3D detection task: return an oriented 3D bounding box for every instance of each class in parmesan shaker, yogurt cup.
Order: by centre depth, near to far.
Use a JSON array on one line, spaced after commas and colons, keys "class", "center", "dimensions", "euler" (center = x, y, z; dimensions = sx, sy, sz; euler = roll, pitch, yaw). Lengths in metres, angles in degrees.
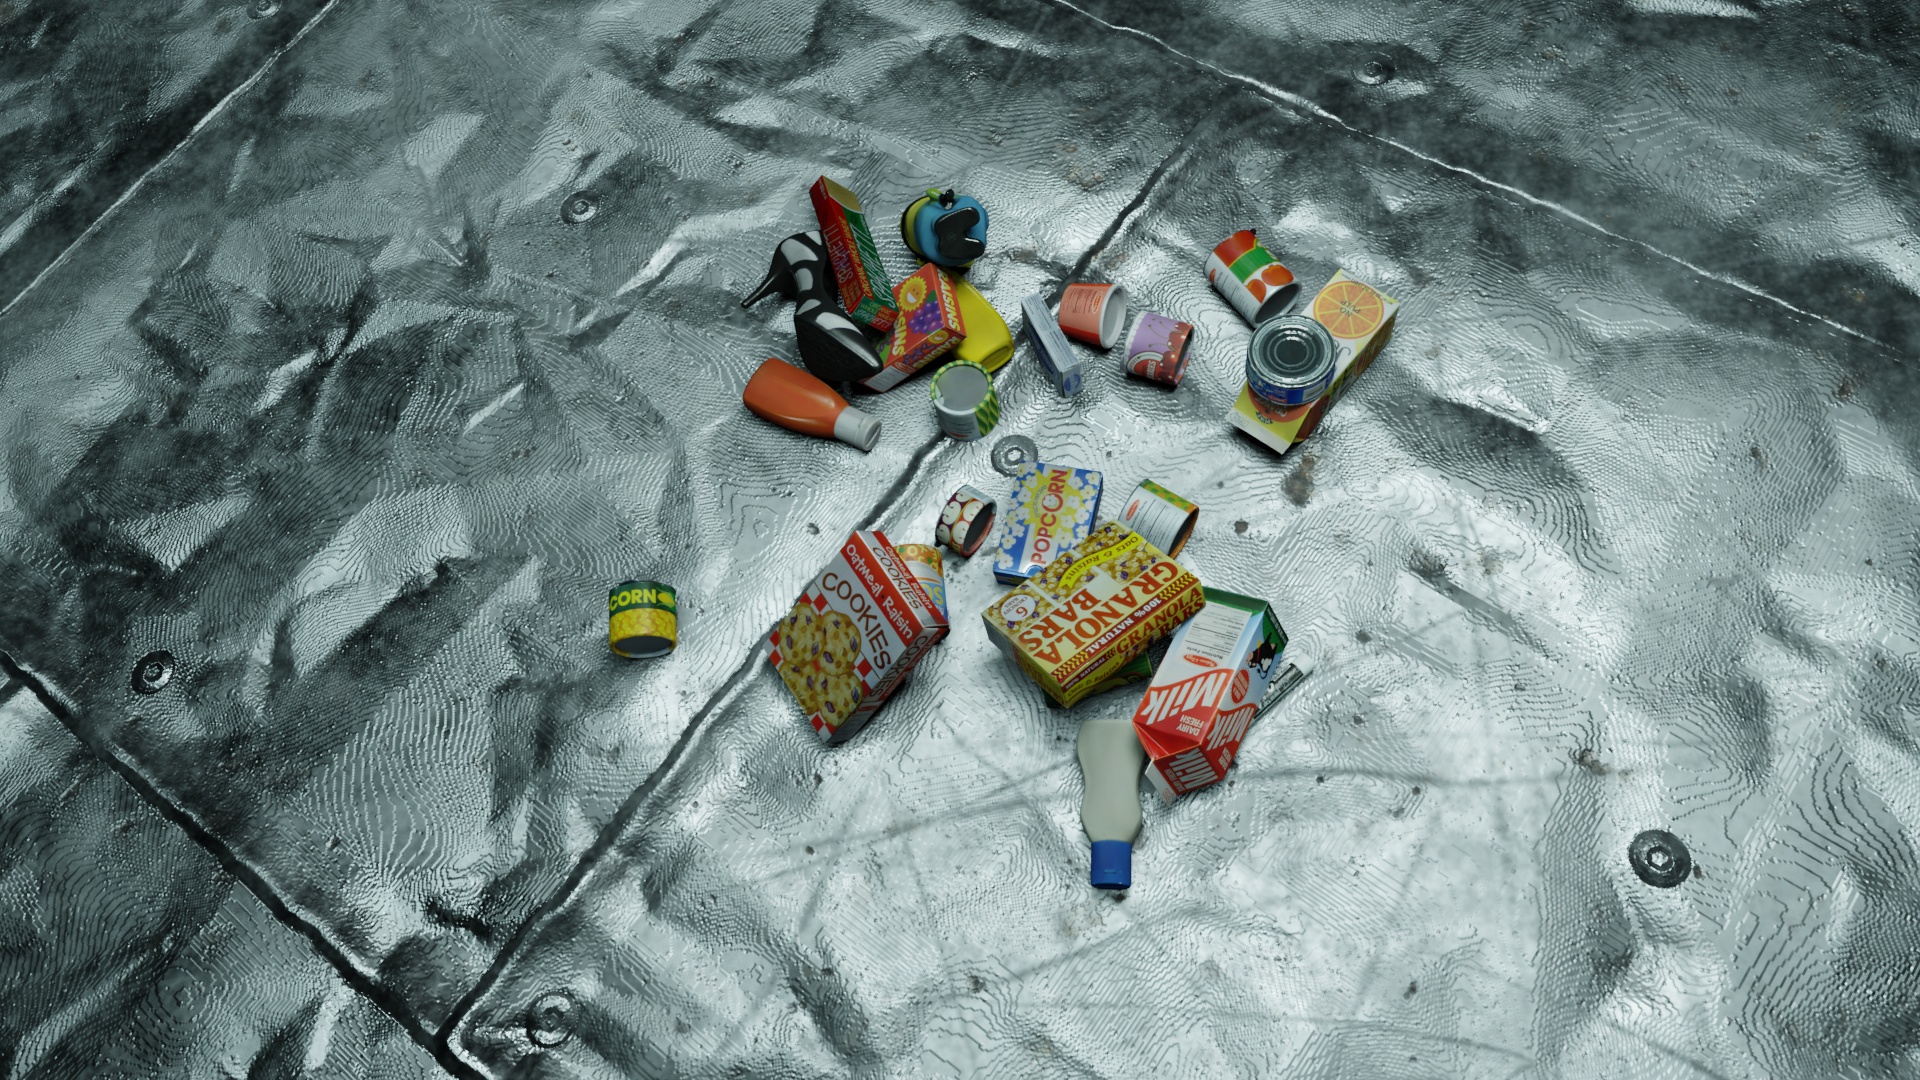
[{"class": "parmesan shaker", "center": [0.120, 0.111, 1.301], "dimensions": [0.103, 0.071, 0.071], "euler": [-18, 64, 1]}, {"class": "yogurt cup", "center": [0.138, -0.239, 1.462], "dimensions": [0.054, 0.072, 0.072], "euler": [14, 68, 24]}]

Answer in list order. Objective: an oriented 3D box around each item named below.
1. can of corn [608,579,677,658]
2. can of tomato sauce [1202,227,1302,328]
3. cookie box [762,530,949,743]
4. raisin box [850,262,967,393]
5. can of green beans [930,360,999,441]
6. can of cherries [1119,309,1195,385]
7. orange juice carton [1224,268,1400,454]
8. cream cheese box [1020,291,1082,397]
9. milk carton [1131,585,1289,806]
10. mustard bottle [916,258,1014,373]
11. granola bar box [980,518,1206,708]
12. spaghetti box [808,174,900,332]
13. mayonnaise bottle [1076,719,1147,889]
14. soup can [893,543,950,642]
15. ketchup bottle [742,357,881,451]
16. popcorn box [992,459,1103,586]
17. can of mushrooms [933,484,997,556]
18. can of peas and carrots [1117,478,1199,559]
[{"class": "can of corn", "center": [-0.316, 0.078, 1.379], "dimensions": [0.071, 0.071, 0.058], "euler": [-10, 65, 4]}, {"class": "can of tomato sauce", "center": [0.306, -0.273, 1.449], "dimensions": [0.071, 0.071, 0.083], "euler": [-33, 66, -7]}, {"class": "cookie box", "center": [-0.101, 0.090, 1.310], "dimensions": [0.166, 0.040, 0.123], "euler": [-50, 62, 25]}, {"class": "raisin box", "center": [-0.057, -0.223, 1.466], "dimensions": [0.123, 0.040, 0.086], "euler": [-30, 58, 31]}, {"class": "can of green beans", "center": [0.005, -0.145, 1.440], "dimensions": [0.071, 0.057, 0.071], "euler": [-3, 65, 7]}, {"class": "can of cherries", "center": [0.203, -0.196, 1.429], "dimensions": [0.058, 0.071, 0.072], "euler": [19, 70, 15]}, {"class": "orange juice carton", "center": [0.351, -0.172, 1.391], "dimensions": [0.072, 0.072, 0.193], "euler": [37, 76, 21]}, {"class": "cream cheese box", "center": [0.095, -0.205, 1.457], "dimensions": [0.024, 0.053, 0.104], "euler": [-24, 64, -4]}, {"class": "milk carton", "center": [0.218, 0.143, 1.251], "dimensions": [0.073, 0.072, 0.191], "euler": [14, 63, 37]}, {"class": "mustard bottle", "center": [-0.003, -0.249, 1.495], "dimensions": [0.065, 0.048, 0.161], "euler": [-32, 64, -2]}, {"class": "granola bar box", "center": [0.120, 0.062, 1.268], "dimensions": [0.166, 0.039, 0.124], "euler": [-35, 44, -16]}, {"class": "spaghetti box", "center": [-0.117, -0.313, 1.501], "dimensions": [0.028, 0.050, 0.251], "euler": [-48, 39, 26]}, {"class": "mayonnaise bottle", "center": [0.136, 0.237, 1.252], "dimensions": [0.065, 0.041, 0.148], "euler": [0, 66, 9]}, {"class": "soup can", "center": [-0.047, 0.052, 1.349], "dimensions": [0.071, 0.071, 0.084], "euler": [-9, 64, 5]}, {"class": "ketchup bottle", "center": [-0.155, -0.140, 1.470], "dimensions": [0.149, 0.043, 0.065], "euler": [26, 69, 19]}, {"class": "popcorn box", "center": [0.088, -0.013, 1.377], "dimensions": [0.085, 0.038, 0.127], "euler": [10, 67, 12]}, {"class": "can of mushrooms", "center": [0.005, -0.017, 1.377], "dimensions": [0.033, 0.070, 0.071], "euler": [29, 73, 19]}, {"class": "can of peas and carrots", "center": [0.192, -0.018, 1.350], "dimensions": [0.059, 0.070, 0.071], "euler": [30, 73, 20]}]
